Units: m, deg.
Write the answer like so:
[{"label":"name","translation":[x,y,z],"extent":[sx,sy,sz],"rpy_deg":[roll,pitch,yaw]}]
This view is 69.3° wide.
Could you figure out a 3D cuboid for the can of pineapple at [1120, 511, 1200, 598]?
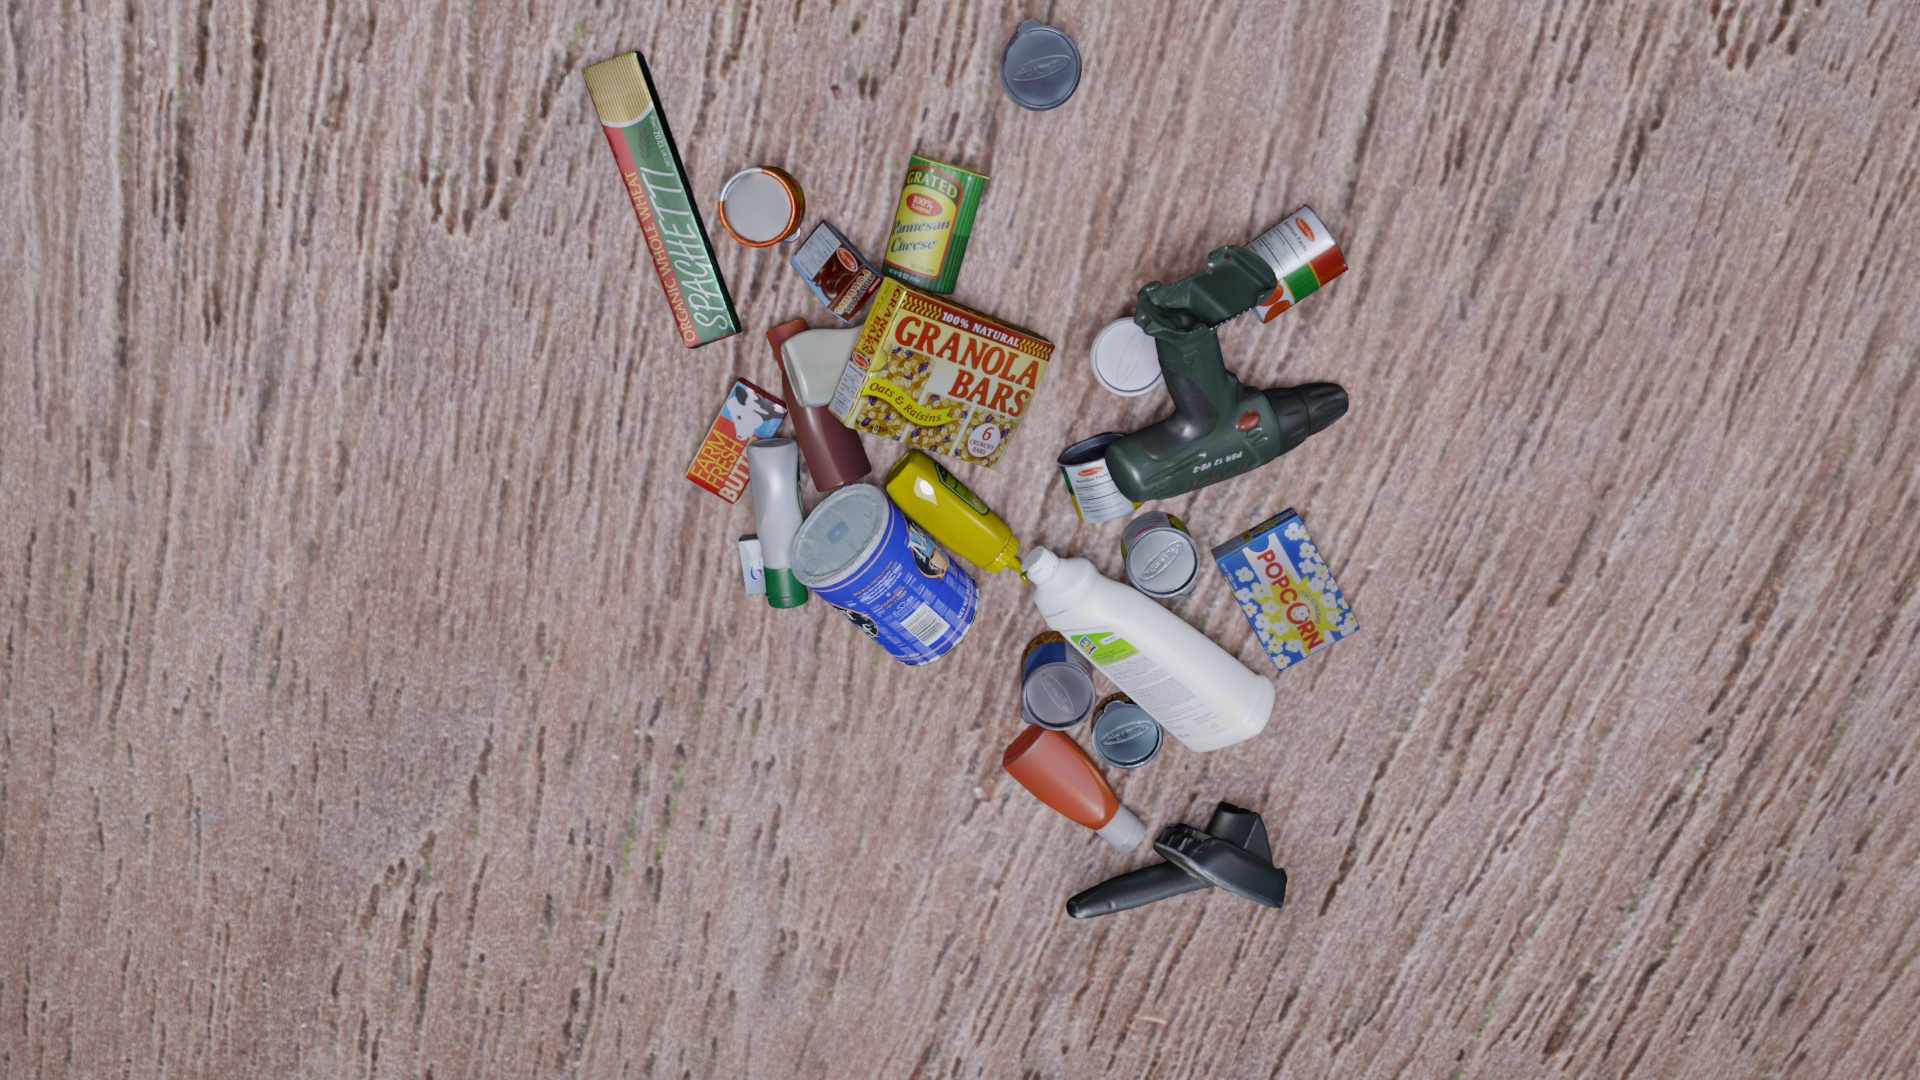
[{"label":"can of pineapple","translation":[0.179,0.014,1.247],"extent":[0.071,0.058,0.070],"rpy_deg":[0,106,1]}]

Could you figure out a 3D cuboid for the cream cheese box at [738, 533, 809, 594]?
[{"label":"cream cheese box","translation":[-0.149,0.017,1.273],"extent":[0.104,0.024,0.053],"rpy_deg":[-7,104,3]}]

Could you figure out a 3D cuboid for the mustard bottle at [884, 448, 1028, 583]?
[{"label":"mustard bottle","translation":[0.004,-0.016,1.243],"extent":[0.160,0.065,0.048],"rpy_deg":[39,107,-15]}]

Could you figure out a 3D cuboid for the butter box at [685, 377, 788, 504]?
[{"label":"butter box","translation":[-0.200,-0.089,1.244],"extent":[0.053,0.024,0.103],"rpy_deg":[30,104,-6]}]

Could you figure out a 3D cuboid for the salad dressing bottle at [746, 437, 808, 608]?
[{"label":"salad dressing bottle","translation":[-0.159,-0.015,1.224],"extent":[0.044,0.064,0.147],"rpy_deg":[-8,107,-16]}]

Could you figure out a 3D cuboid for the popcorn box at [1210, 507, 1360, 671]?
[{"label":"popcorn box","translation":[0.295,0.045,1.264],"extent":[0.085,0.038,0.126],"rpy_deg":[-29,103,10]}]

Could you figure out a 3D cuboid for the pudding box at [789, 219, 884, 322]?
[{"label":"pudding box","translation":[-0.106,-0.228,1.174],"extent":[0.049,0.084,0.030],"rpy_deg":[-48,139,12]}]

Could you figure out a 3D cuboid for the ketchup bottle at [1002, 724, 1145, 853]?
[{"label":"ketchup bottle","translation":[0.112,0.238,1.318],"extent":[0.148,0.044,0.064],"rpy_deg":[43,103,-10]}]

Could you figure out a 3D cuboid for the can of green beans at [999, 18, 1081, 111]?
[{"label":"can of green beans","translation":[0.065,-0.386,1.138],"extent":[0.071,0.058,0.071],"rpy_deg":[0,106,1]}]

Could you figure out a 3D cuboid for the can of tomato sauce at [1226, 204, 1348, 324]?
[{"label":"can of tomato sauce","translation":[0.274,-0.231,1.174],"extent":[0.083,0.071,0.071],"rpy_deg":[-33,102,10]}]

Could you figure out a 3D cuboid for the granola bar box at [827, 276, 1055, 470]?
[{"label":"granola bar box","translation":[-0.014,-0.138,1.176],"extent":[0.165,0.039,0.124],"rpy_deg":[14,108,-38]}]

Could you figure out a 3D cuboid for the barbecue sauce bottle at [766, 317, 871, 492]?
[{"label":"barbecue sauce bottle","translation":[-0.127,-0.119,1.216],"extent":[0.043,0.065,0.148],"rpy_deg":[-18,96,26]}]

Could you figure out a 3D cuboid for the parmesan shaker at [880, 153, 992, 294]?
[{"label":"parmesan shaker","translation":[-0.021,-0.264,1.168],"extent":[0.071,0.071,0.102],"rpy_deg":[16,105,-3]}]

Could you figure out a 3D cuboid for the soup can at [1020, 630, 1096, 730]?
[{"label":"soup can","translation":[0.086,0.128,1.267],"extent":[0.071,0.084,0.071],"rpy_deg":[0,106,1]}]

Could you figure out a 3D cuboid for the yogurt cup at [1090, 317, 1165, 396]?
[{"label":"yogurt cup","translation":[0.145,-0.162,1.201],"extent":[0.072,0.054,0.072],"rpy_deg":[0,106,1]}]

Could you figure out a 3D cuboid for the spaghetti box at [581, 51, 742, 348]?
[{"label":"spaghetti box","translation":[-0.253,-0.287,1.187],"extent":[0.050,0.029,0.249],"rpy_deg":[-17,104,7]}]

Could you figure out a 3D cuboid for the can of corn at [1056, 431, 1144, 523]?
[{"label":"can of corn","translation":[0.127,-0.056,1.225],"extent":[0.071,0.071,0.058],"rpy_deg":[-19,109,7]}]

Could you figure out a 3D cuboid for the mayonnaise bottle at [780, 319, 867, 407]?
[{"label":"mayonnaise bottle","translation":[-0.075,-0.161,1.186],"extent":[0.148,0.041,0.064],"rpy_deg":[-19,94,-18]}]

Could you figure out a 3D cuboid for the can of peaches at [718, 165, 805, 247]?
[{"label":"can of peaches","translation":[-0.166,-0.280,1.172],"extent":[0.071,0.058,0.071],"rpy_deg":[0,105,1]}]

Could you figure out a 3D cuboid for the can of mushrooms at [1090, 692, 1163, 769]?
[{"label":"can of mushrooms","translation":[0.155,0.176,1.306],"extent":[0.071,0.033,0.070],"rpy_deg":[0,106,2]}]
